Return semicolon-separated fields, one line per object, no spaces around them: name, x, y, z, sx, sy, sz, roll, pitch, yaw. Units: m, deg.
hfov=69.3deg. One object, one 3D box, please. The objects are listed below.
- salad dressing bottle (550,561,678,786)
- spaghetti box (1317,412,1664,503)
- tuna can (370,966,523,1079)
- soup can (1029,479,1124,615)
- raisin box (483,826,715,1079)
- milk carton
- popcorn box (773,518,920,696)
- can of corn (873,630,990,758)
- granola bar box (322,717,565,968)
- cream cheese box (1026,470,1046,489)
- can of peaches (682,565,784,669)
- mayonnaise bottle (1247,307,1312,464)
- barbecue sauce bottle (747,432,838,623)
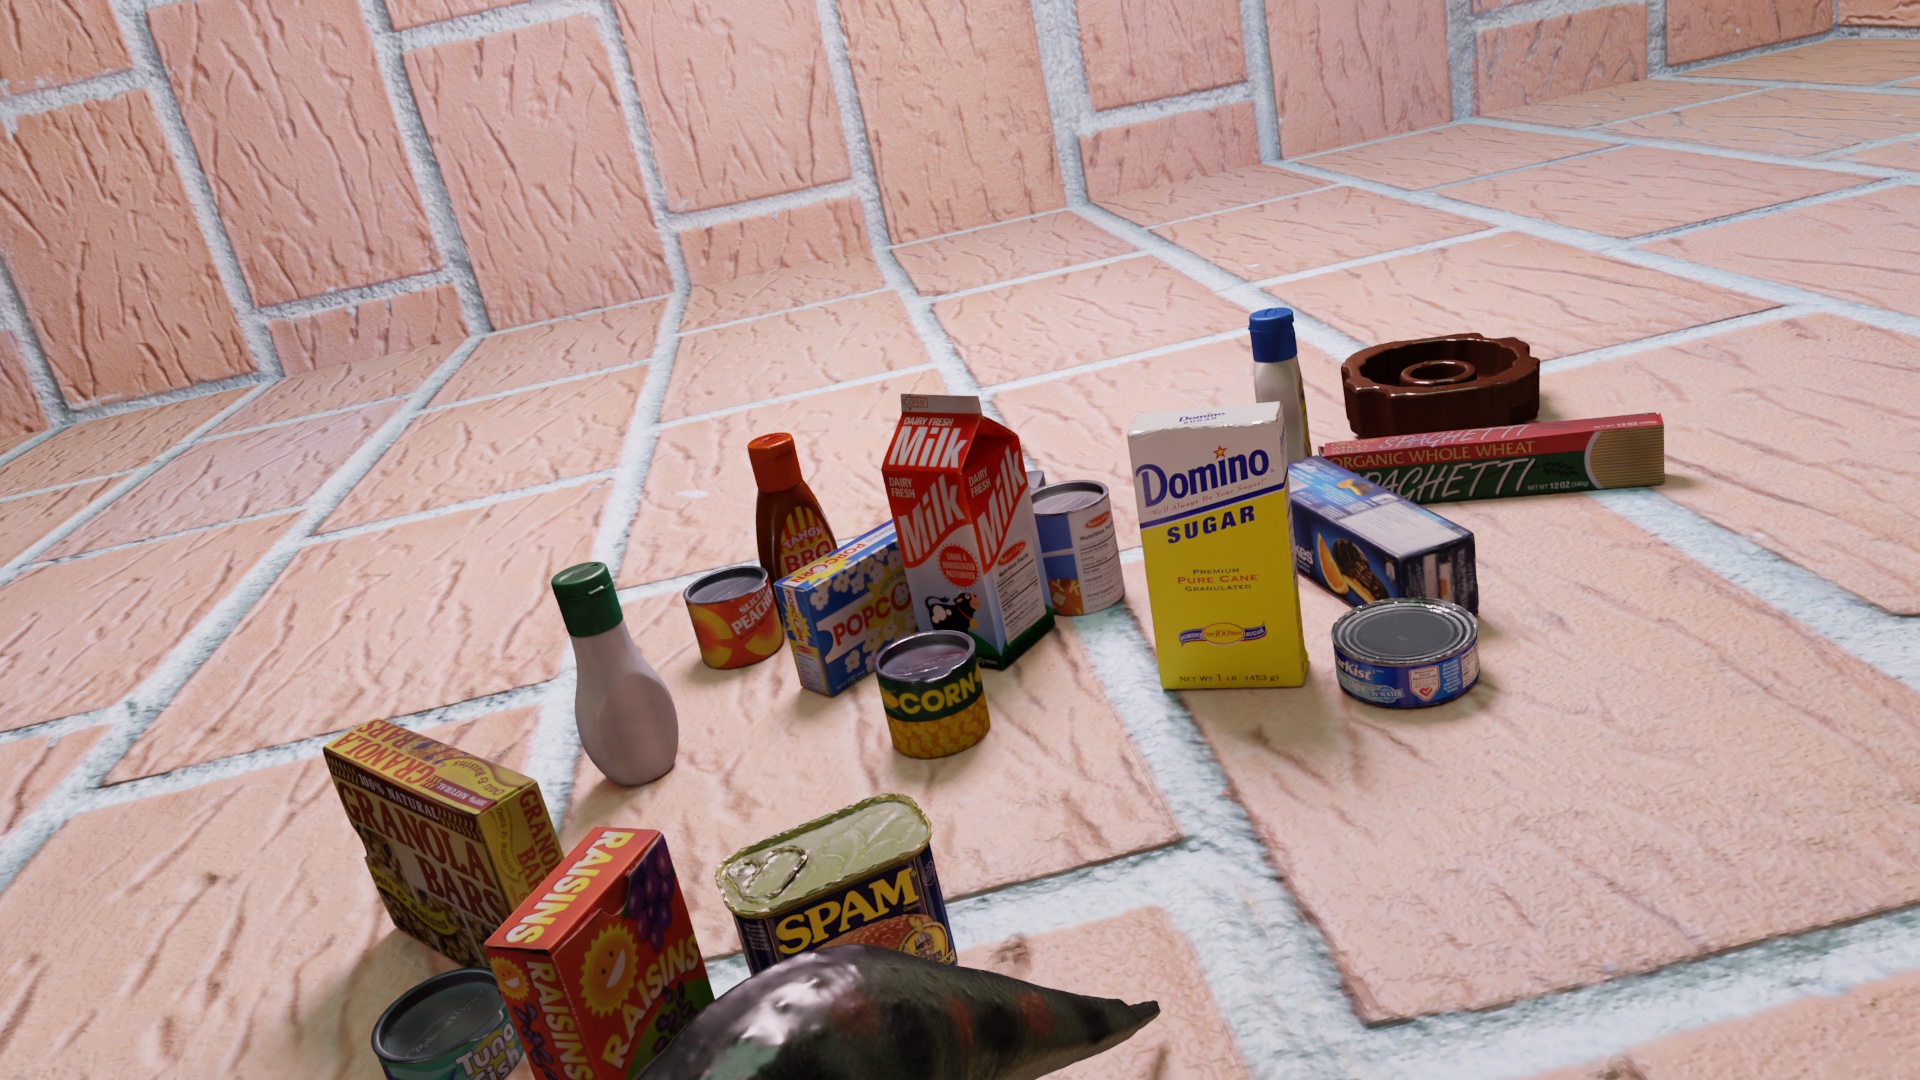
salad dressing bottle;-0.227;0.087;0.904;0.064;0.147;0.044;-27;26;-34
spaghetti box;0.406;-0.060;1.074;0.250;0.050;0.029;-5;22;18
tuna can;-0.248;0.244;0.680;0.071;0.032;0.071;-10;21;4
soup can;0.082;0.004;1.036;0.071;0.083;0.071;-10;21;4
raisin box;-0.152;0.201;0.612;0.040;0.123;0.086;-2;23;23
milk carton;0.003;-0.012;0.973;0.072;0.189;0.074;5;27;37
popcorn box;-0.069;0.046;1.010;0.038;0.085;0.127;9;30;43
can of corn;-0.017;0.099;0.887;0.071;0.058;0.071;-10;21;4
granola bar box;-0.270;0.171;0.747;0.165;0.123;0.039;8;28;41
cream cheese box;0.053;-0.014;1.140;0.024;0.053;0.104;-5;22;16
can of peaches;-0.172;0.059;1.067;0.071;0.057;0.071;-10;21;4
mayonnaise bottle;0.268;-0.119;1.160;0.041;0.147;0.065;-5;22;18
barbecue sauce bottle;-0.134;-0.011;1.098;0.065;0.148;0.044;-24;24;-29
